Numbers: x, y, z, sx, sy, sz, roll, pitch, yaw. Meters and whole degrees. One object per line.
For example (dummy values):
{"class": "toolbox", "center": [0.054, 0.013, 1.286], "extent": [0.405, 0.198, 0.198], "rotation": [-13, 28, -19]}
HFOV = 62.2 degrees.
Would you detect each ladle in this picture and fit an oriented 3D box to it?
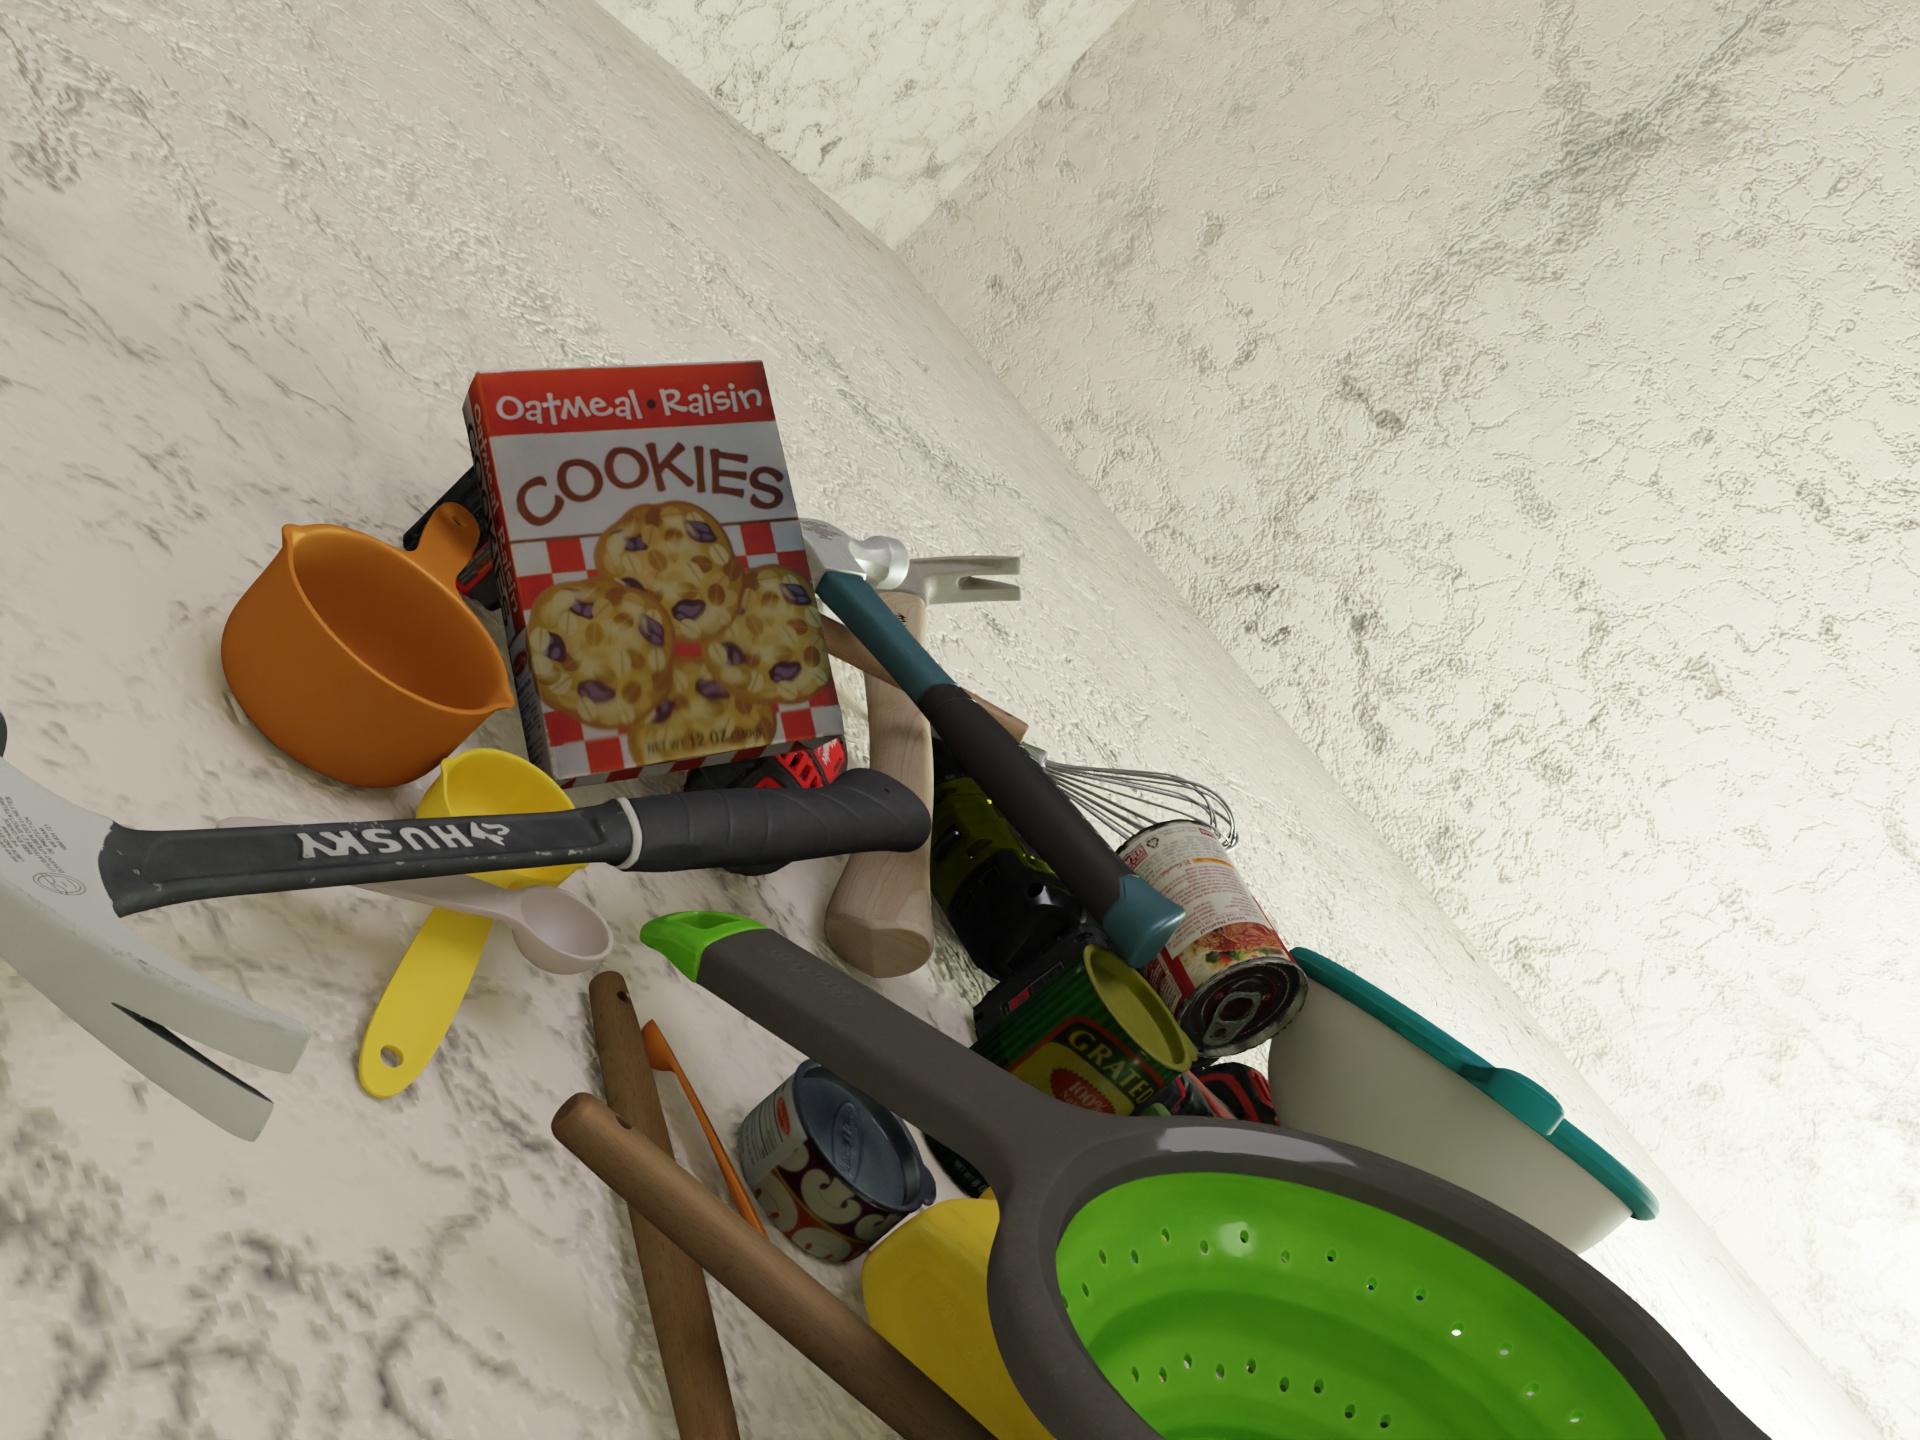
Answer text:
{"class": "ladle", "center": [-0.064, 0.177, 0.439], "extent": [0.078, 0.062, 0.321], "rotation": [35, 17, -39]}

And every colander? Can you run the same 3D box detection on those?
{"class": "colander", "center": [0.036, 0.174, 0.480], "extent": [0.397, 0.094, 0.204], "rotation": [24, 18, 33]}

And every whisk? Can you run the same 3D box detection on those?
{"class": "whisk", "center": [0.058, 0.033, 0.999], "extent": [0.246, 0.057, 0.059], "rotation": [21, 29, 7]}

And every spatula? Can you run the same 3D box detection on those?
{"class": "spatula", "center": [-0.106, -0.063, 0.848], "extent": [0.316, 0.018, 0.060], "rotation": [27, 17, -4]}

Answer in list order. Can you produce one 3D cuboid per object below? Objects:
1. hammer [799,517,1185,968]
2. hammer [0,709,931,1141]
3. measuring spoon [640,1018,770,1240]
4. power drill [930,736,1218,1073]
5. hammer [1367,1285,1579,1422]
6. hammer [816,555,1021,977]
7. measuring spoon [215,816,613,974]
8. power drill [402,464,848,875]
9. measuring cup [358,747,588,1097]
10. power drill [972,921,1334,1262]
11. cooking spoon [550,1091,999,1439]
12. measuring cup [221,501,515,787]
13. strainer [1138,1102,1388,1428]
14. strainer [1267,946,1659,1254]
{"class": "hammer", "center": [-0.001, -0.002, 0.778], "extent": [0.128, 0.033, 0.331], "rotation": [5, 34, -45]}
{"class": "hammer", "center": [-0.119, 0.040, 0.519], "extent": [0.149, 0.036, 0.408], "rotation": [38, 16, 23]}
{"class": "measuring spoon", "center": [-0.082, 0.152, 0.536], "extent": [0.117, 0.011, 0.021], "rotation": [57, -13, 24]}
{"class": "power drill", "center": [0.059, 0.102, 0.927], "extent": [0.228, 0.080, 0.191], "rotation": [33, 13, -35]}
{"class": "hammer", "center": [0.282, 0.342, 0.892], "extent": [0.144, 0.035, 0.405], "rotation": [57, 8, 29]}
{"class": "hammer", "center": [-0.026, 0.003, 0.895], "extent": [0.411, 0.146, 0.038], "rotation": [-94, -179, -60]}
{"class": "measuring spoon", "center": [-0.165, 0.055, 0.486], "extent": [0.124, 0.018, 0.034], "rotation": [23, 22, -30]}
{"class": "power drill", "center": [-0.138, -0.035, 0.742], "extent": [0.219, 0.078, 0.143], "rotation": [48, 15, -7]}
{"class": "measuring cup", "center": [-0.166, 0.067, 0.514], "extent": [0.062, 0.029, 0.157], "rotation": [39, 28, -19]}
{"class": "power drill", "center": [0.118, 0.222, 0.795], "extent": [0.226, 0.080, 0.188], "rotation": [41, 16, -34]}
{"class": "cooking spoon", "center": [0.001, 0.211, 0.461], "extent": [0.318, 0.017, 0.069], "rotation": [47, 0, -17]}
{"class": "measuring cup", "center": [-0.211, -0.036, 0.585], "extent": [0.095, 0.052, 0.174], "rotation": [41, 14, -21]}
{"class": "strainer", "center": [0.120, 0.250, 0.604], "extent": [0.257, 0.069, 0.151], "rotation": [48, -6, 50]}
{"class": "strainer", "center": [0.217, 0.199, 0.735], "extent": [0.211, 0.095, 0.340], "rotation": [36, -3, 15]}
